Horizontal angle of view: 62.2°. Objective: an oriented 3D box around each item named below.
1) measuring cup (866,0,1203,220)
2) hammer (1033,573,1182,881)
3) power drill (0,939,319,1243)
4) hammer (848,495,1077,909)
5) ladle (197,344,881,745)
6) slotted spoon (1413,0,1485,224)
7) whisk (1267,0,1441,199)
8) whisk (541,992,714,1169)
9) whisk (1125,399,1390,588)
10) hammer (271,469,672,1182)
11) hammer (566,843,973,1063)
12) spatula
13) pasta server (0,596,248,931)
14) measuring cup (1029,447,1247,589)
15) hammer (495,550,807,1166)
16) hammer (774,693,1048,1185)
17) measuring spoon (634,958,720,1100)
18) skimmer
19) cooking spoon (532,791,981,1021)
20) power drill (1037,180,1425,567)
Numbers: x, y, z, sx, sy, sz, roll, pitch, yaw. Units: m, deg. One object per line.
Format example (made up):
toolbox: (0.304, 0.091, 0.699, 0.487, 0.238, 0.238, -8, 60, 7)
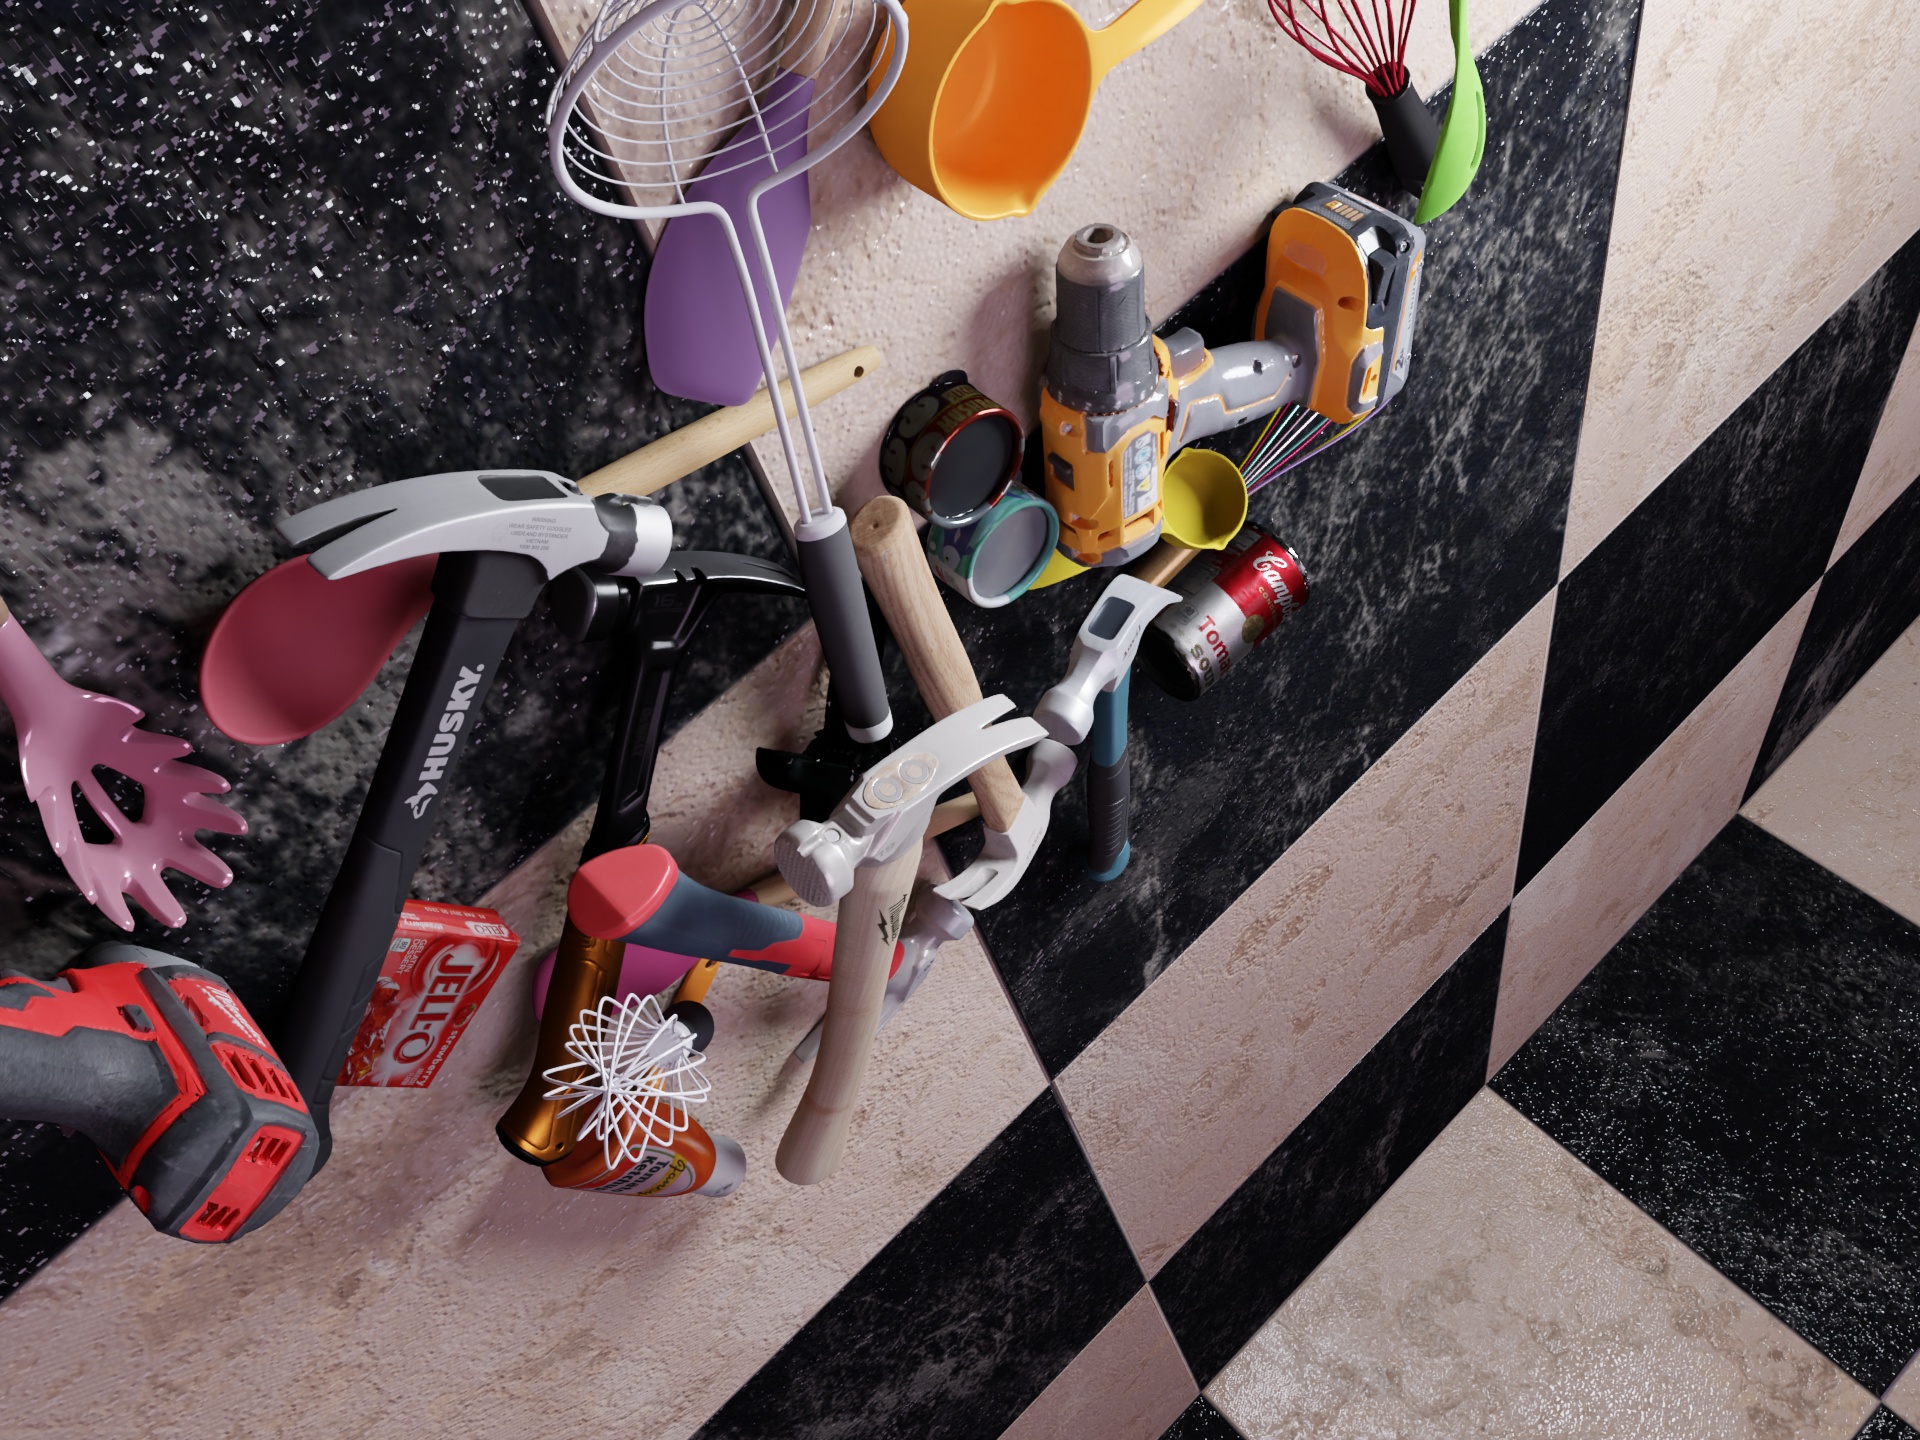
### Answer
measuring cup: (0.035, -0.276, 0.647, 0.173, 0.052, 0.095, -41, 147, -19)
hammer: (0.091, 0.023, 0.983, 0.128, 0.033, 0.330, -60, 163, -22)
power drill: (-0.321, 0.090, 0.509, 0.078, 0.143, 0.219, -53, 142, -4)
hammer: (-0.001, -0.003, 0.849, 0.130, 0.031, 0.331, -64, 154, -23)
ladle: (-0.154, -0.085, 0.631, 0.315, 0.031, 0.069, -34, 140, -28)
slotted spoon: (0.229, -0.387, 0.716, 0.070, 0.031, 0.313, -58, 148, -60)
whisk: (0.212, -0.332, 0.803, 0.073, 0.073, 0.295, -56, 153, 8)
whisk: (-0.143, 0.158, 0.752, 0.070, 0.070, 0.284, -46, 178, -6)
whisk: (0.172, -0.150, 0.960, 0.245, 0.051, 0.047, -45, 127, -1)
hammer: (-0.229, 0.056, 0.616, 0.146, 0.035, 0.334, -3, 125, -55)
hammer: (-0.103, 0.129, 0.840, 0.143, 0.038, 0.386, -49, 158, 2)
spatula: (-0.054, -0.263, 0.580, 0.059, 0.018, 0.315, 6, 119, -34)
pasta server: (-0.302, -0.047, 0.477, 0.060, 0.040, 0.316, -49, 151, -34)
measuring cup: (0.091, -0.107, 0.907, 0.156, 0.029, 0.062, -24, 98, -15)
hammer: (-0.163, 0.076, 0.758, 0.127, 0.034, 0.336, -8, 126, -46)
hammer: (-0.050, 0.147, 0.870, 0.146, 0.038, 0.410, -34, 155, -32)
measuring spoon: (-0.157, 0.173, 0.901, 0.021, 0.011, 0.117, 1, 122, -51)
skimmer: (-0.058, -0.112, 0.616, 0.127, 0.090, 0.362, -23, 133, -13)
cooking spoon: (-0.096, 0.092, 0.888, 0.319, 0.017, 0.068, -21, 132, -38)
power drill: (0.134, -0.200, 0.824, 0.226, 0.084, 0.185, -32, 142, -20)
